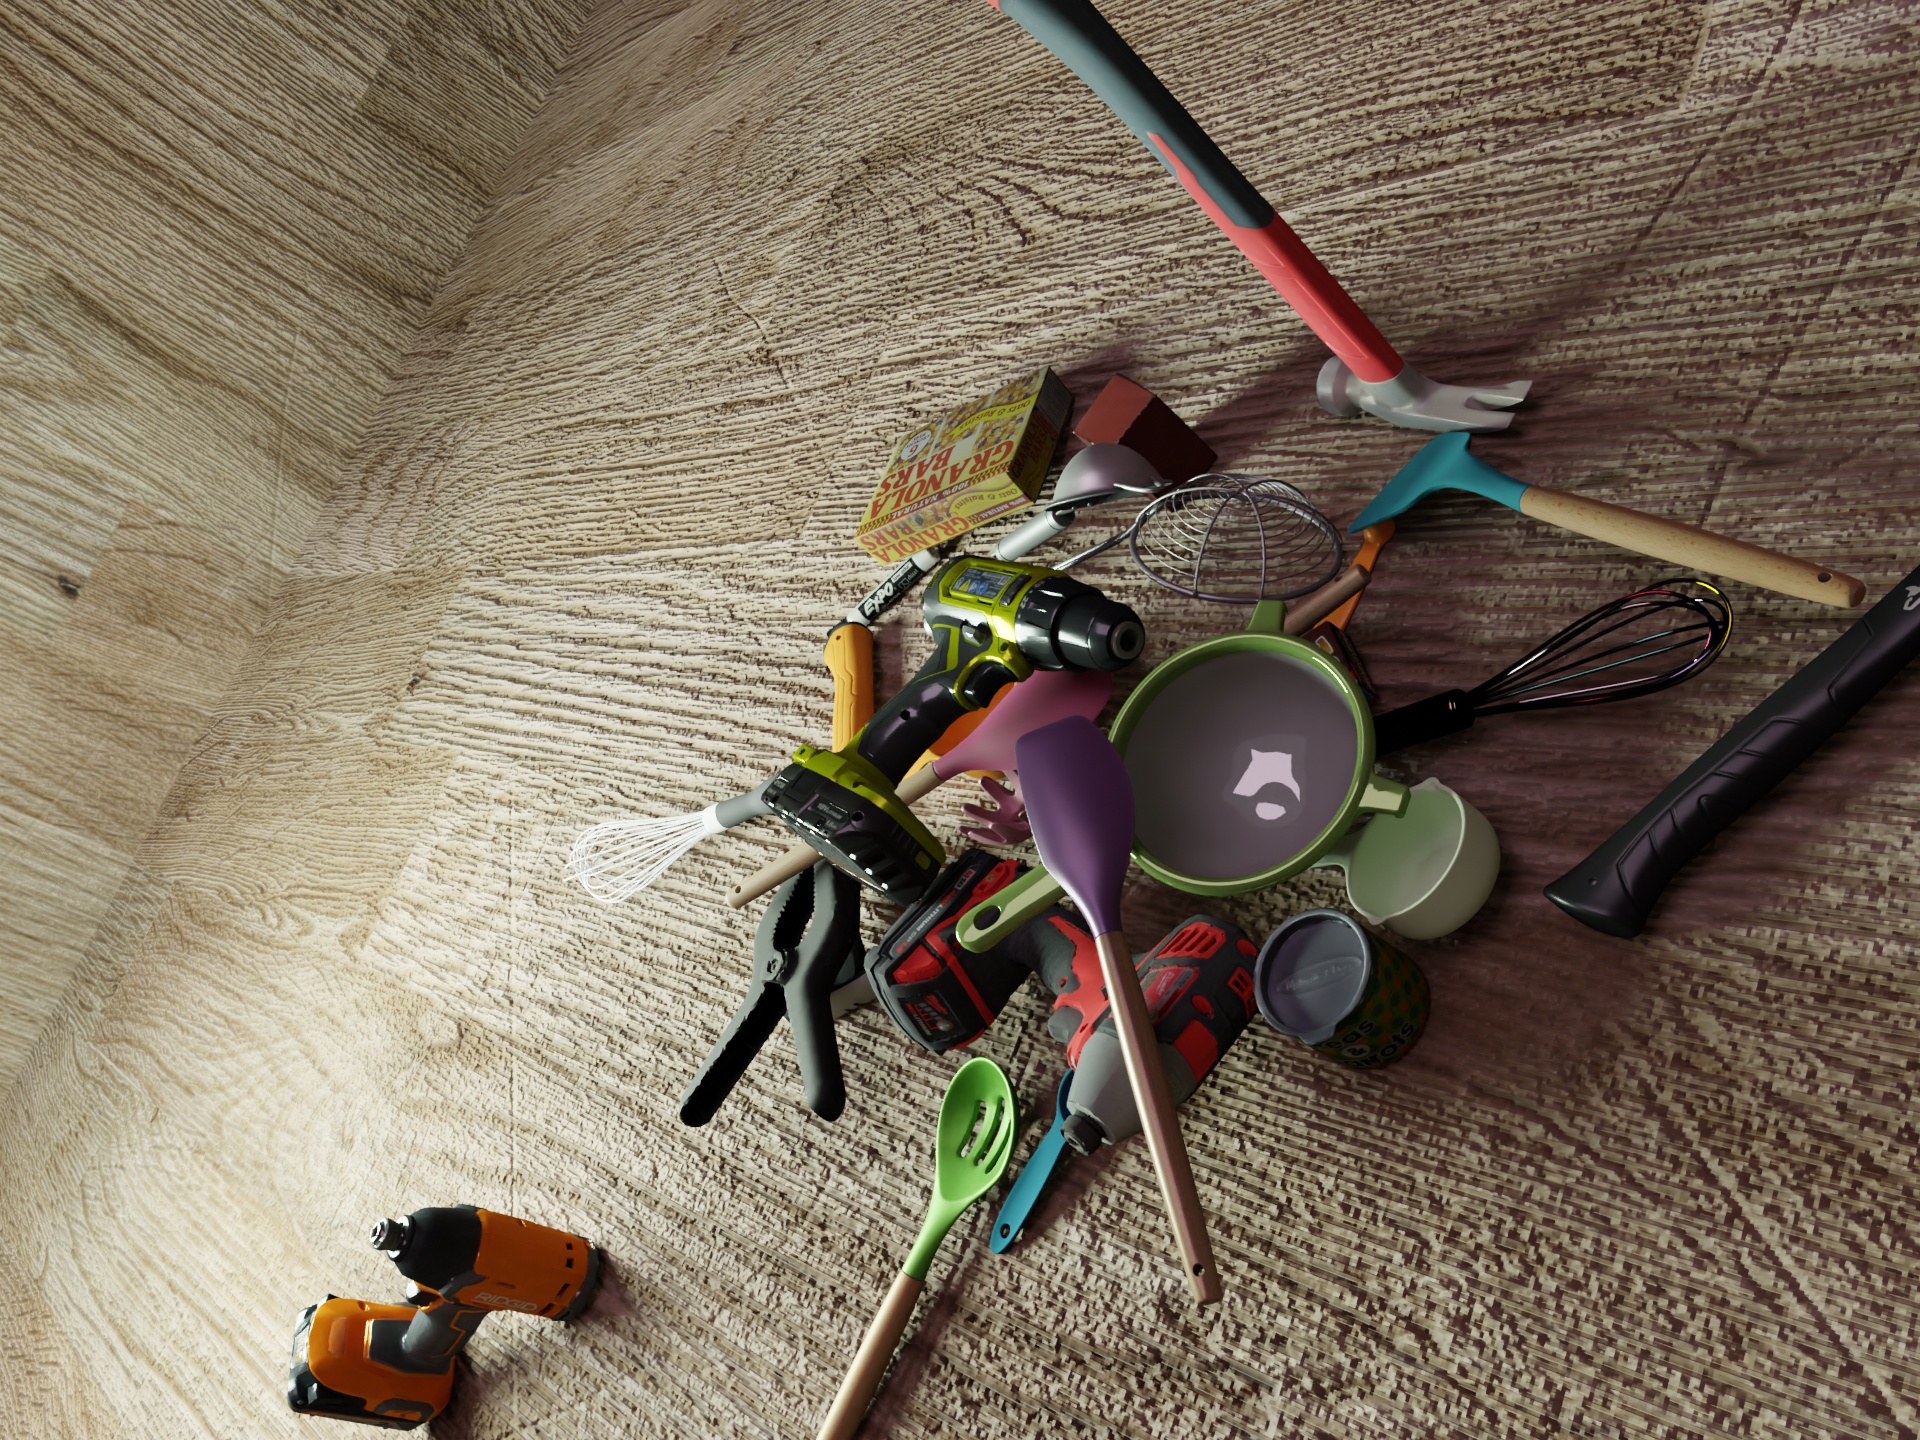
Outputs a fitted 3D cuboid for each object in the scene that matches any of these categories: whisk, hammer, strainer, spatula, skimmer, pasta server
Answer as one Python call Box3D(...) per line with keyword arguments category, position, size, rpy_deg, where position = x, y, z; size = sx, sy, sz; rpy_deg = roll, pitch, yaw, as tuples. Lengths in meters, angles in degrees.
Box3D(category="whisk", position=(-0.221, 0.089, 1.305), size=(0.284, 0.070, 0.070), rpy_deg=(-22, 48, 31))
Box3D(category="hammer", position=(0.159, -0.275, 0.853), size=(0.143, 0.385, 0.038), rpy_deg=(24, 82, 54))
Box3D(category="strainer", position=(0.070, -0.145, 1.093), size=(0.258, 0.087, 0.050), rpy_deg=(157, 100, -68))
Box3D(category="hammer", position=(-0.077, 0.056, 1.176), size=(0.127, 0.034, 0.337), rpy_deg=(-32, 43, 31))
Box3D(category="strainer", position=(0.115, 0.061, 0.873), size=(0.256, 0.069, 0.152), rpy_deg=(-35, 53, 13))
Box3D(category="whisk", position=(0.275, -0.016, 0.810), size=(0.245, 0.051, 0.047), rpy_deg=(-24, 85, 47))
Box3D(category="spatula", position=(0.084, 0.132, 0.802), size=(0.060, 0.018, 0.316), rpy_deg=(-20, 58, 13))
Box3D(category="skimmer", position=(0.094, -0.083, 1.073), size=(0.127, 0.090, 0.363), rpy_deg=(-34, 8, -35))
Box3D(category="hammer", position=(0.392, -0.028, 0.701), size=(0.334, 0.035, 0.146), rpy_deg=(-47, 38, 14))
Box3D(category="pasta server", position=(0.117, -0.006, 0.972), size=(0.316, 0.040, 0.060), rpy_deg=(-38, 25, 33))
Box3D(category="spatula", position=(0.317, -0.101, 0.815), size=(0.082, 0.044, 0.318), rpy_deg=(-46, 34, -5))

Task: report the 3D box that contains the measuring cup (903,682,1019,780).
Box3D(category="measuring cup", position=(-0.006, 0.029, 1.099), size=(0.173, 0.052, 0.095), rpy_deg=(-50, 41, 12))

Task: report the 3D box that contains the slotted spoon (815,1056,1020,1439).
Box3D(category="slotted spoon", position=(-0.040, 0.345, 0.925), size=(0.070, 0.031, 0.314), rpy_deg=(18, 80, 53))

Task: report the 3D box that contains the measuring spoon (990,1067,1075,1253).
Box3D(category="measuring spoon", position=(0.055, 0.250, 0.900), size=(0.128, 0.021, 0.042), rpy_deg=(-61, 34, 10))

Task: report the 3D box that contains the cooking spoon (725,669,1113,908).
Box3D(category="cooking spoon", position=(-0.034, 0.047, 1.053), size=(0.319, 0.017, 0.069), rpy_deg=(-33, 50, 20))

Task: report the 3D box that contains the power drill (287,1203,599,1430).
Box3D(category="power drill", position=(-0.395, 0.427, 1.156), size=(0.226, 0.164, 0.084), rpy_deg=(-41, 40, 24))

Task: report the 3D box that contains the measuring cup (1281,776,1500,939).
Box3D(category="measuring cup", position=(0.215, 0.077, 0.834), size=(0.083, 0.038, 0.167), rpy_deg=(-64, 20, -16))

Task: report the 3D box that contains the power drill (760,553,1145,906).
Box3D(category="power drill", position=(-0.002, -0.003, 0.983), size=(0.228, 0.080, 0.191), rpy_deg=(-51, 32, -12))

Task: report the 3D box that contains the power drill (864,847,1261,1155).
Box3D(category="power drill", position=(0.053, 0.156, 0.890), size=(0.143, 0.078, 0.220), rpy_deg=(-46, 33, -24))

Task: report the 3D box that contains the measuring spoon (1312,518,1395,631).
Box3D(category="measuring spoon", position=(0.225, -0.073, 0.944), size=(0.021, 0.011, 0.117), rpy_deg=(22, 81, 53))
